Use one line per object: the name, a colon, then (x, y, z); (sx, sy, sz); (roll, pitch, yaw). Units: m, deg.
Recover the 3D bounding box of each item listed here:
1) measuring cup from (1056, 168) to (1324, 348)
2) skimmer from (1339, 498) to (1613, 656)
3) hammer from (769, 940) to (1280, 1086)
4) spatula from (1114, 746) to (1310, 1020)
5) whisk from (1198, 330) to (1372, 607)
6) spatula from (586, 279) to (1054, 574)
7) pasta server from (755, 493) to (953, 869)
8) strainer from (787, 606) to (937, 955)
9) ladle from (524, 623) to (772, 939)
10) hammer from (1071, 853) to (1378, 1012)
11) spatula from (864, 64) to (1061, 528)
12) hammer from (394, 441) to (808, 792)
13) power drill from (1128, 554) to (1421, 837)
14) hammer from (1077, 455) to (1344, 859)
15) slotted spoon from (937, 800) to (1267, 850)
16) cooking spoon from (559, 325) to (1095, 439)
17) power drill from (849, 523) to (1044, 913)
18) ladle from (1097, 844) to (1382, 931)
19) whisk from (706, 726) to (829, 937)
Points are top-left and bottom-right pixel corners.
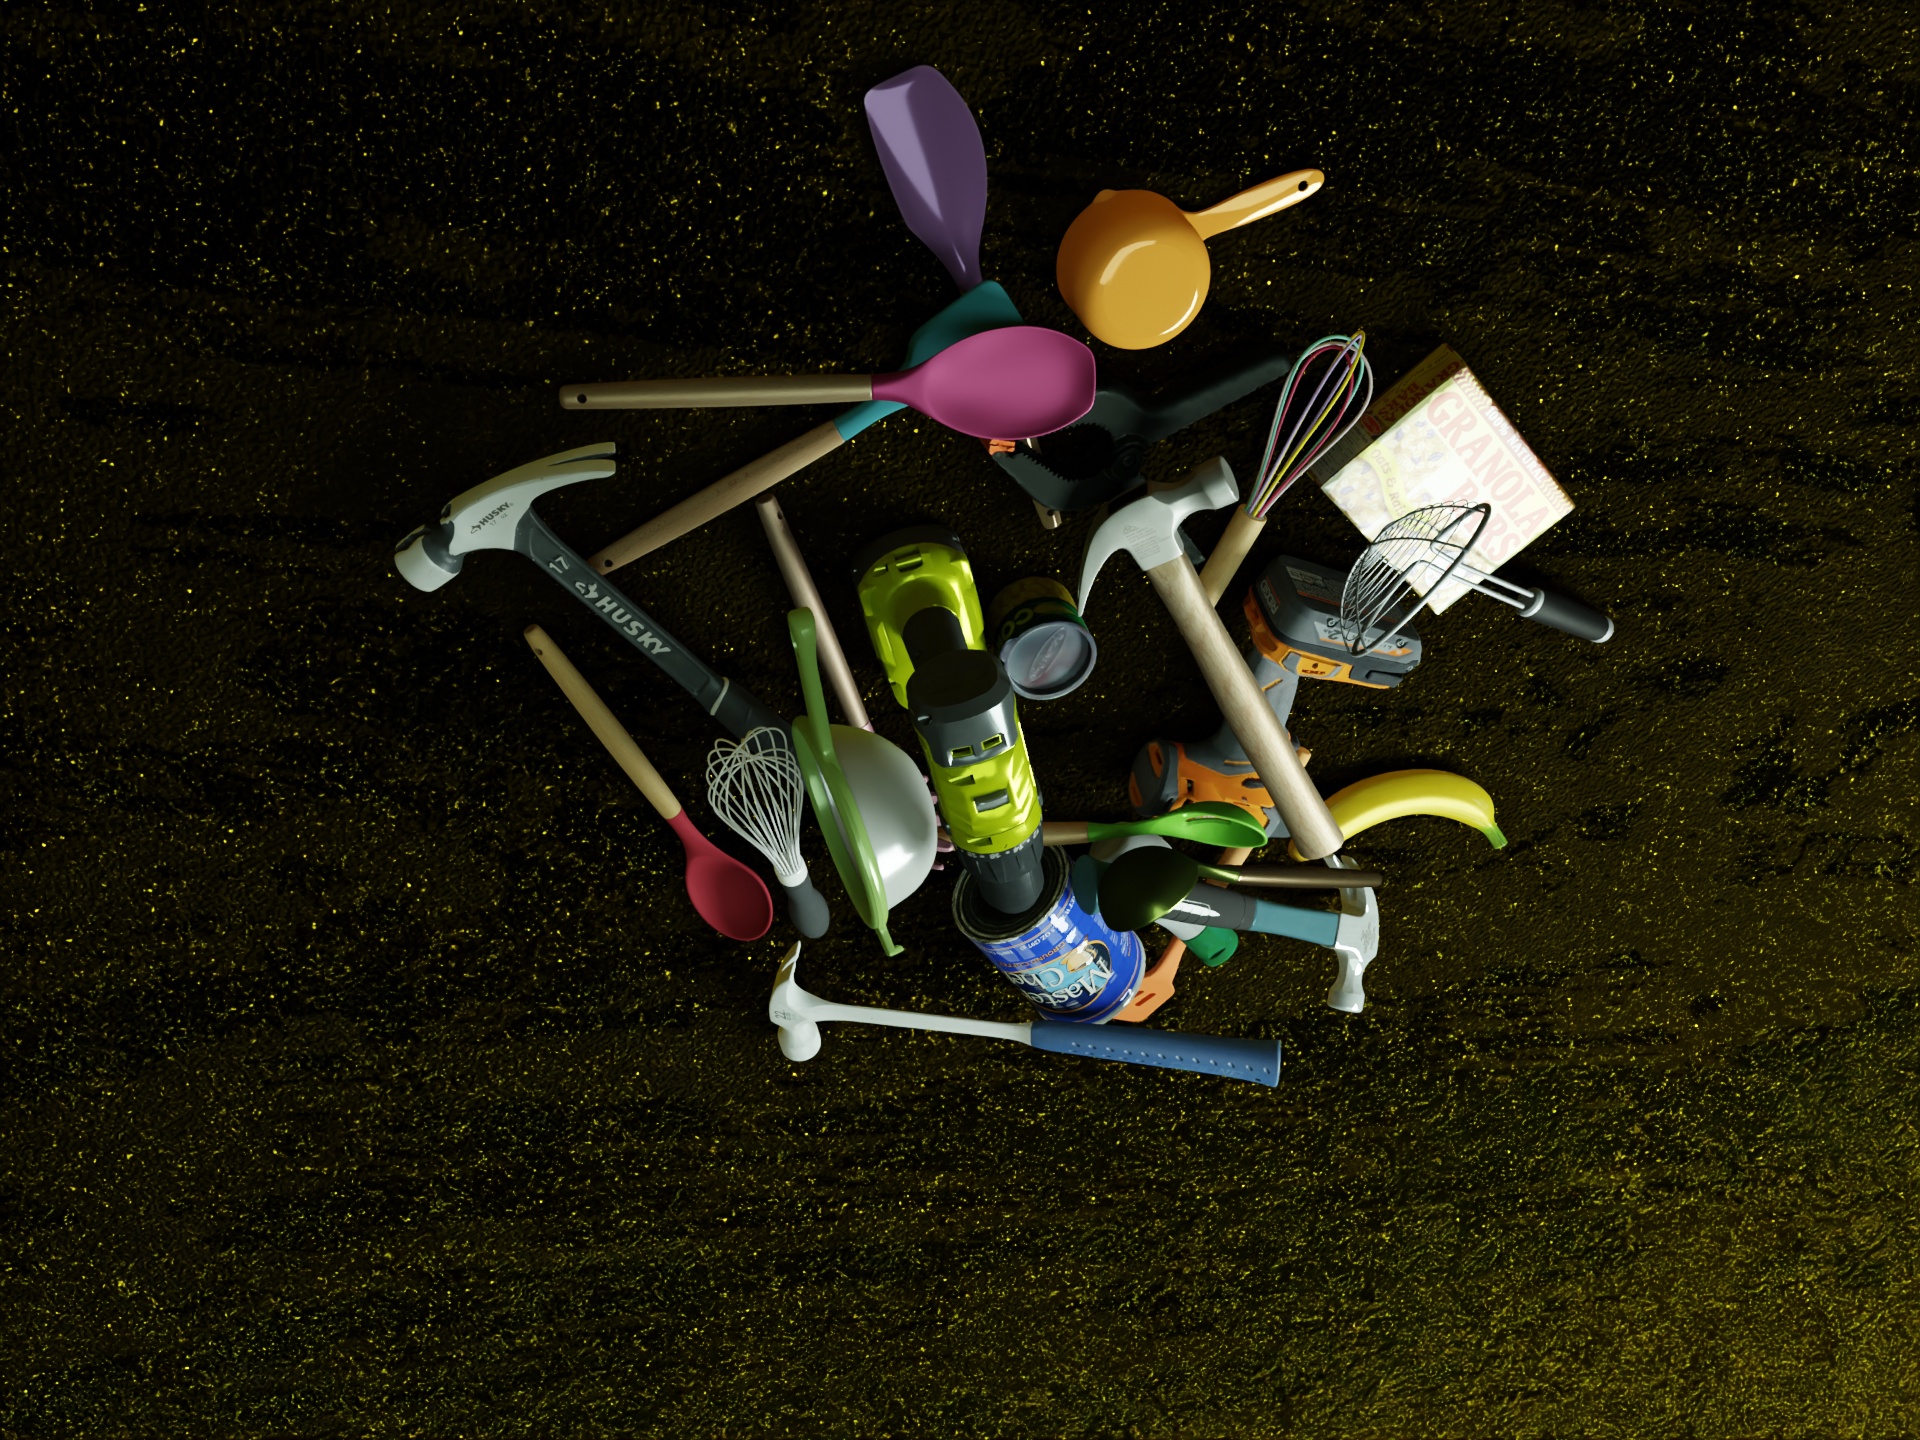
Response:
measuring cup: (0.145, -0.285, 0.958); (0.173, 0.052, 0.095); (-22, 130, 5)
skimmer: (0.387, -0.075, 1.114); (0.363, 0.090, 0.127); (11, 128, -43)
hammer: (0.045, 0.243, 1.252); (0.405, 0.035, 0.144); (5, 141, 8)
spatula: (0.201, 0.147, 1.342); (0.081, 0.041, 0.322); (16, 117, -26)
whisk: (0.209, -0.158, 1.085); (0.051, 0.047, 0.244); (5, 130, -30)
spatula: (-0.098, -0.166, 0.988); (0.317, 0.044, 0.082); (-28, 118, 8)
pasta server: (-0.073, -0.020, 1.102); (0.040, 0.060, 0.316); (-2, 128, 26)
strainer: (-0.061, 0.020, 1.026); (0.069, 0.152, 0.256); (-20, 135, -13)
ladle: (-0.220, 0.049, 1.134); (0.069, 0.031, 0.315); (-10, 132, 24)
hammer: (0.220, 0.154, 1.276); (0.330, 0.033, 0.128); (14, 85, -35)
spatula: (0.016, -0.245, 0.976); (0.060, 0.018, 0.315); (-26, 130, -4)
hammer: (-0.171, -0.030, 1.068); (0.149, 0.036, 0.408); (-30, 133, 18)
power drill: (0.246, -0.001, 1.193); (0.164, 0.084, 0.226); (14, 126, -20)
hammer: (0.186, -0.024, 1.100); (0.130, 0.031, 0.331); (-21, 122, 21)
slotted spoon: (0.070, 0.084, 1.195); (0.314, 0.031, 0.070); (-4, 157, 9)
cooking spoon: (-0.079, -0.198, 0.948); (0.319, 0.017, 0.068); (-2, 118, -1)
power drill: (-0.002, -0.003, 1.024); (0.080, 0.229, 0.190); (-18, 130, -2)
ladle: (0.229, 0.132, 1.228); (0.320, 0.062, 0.078); (6, 163, -40)
whisk: (-0.130, 0.093, 1.147); (0.070, 0.070, 0.284); (-16, 147, -4)
